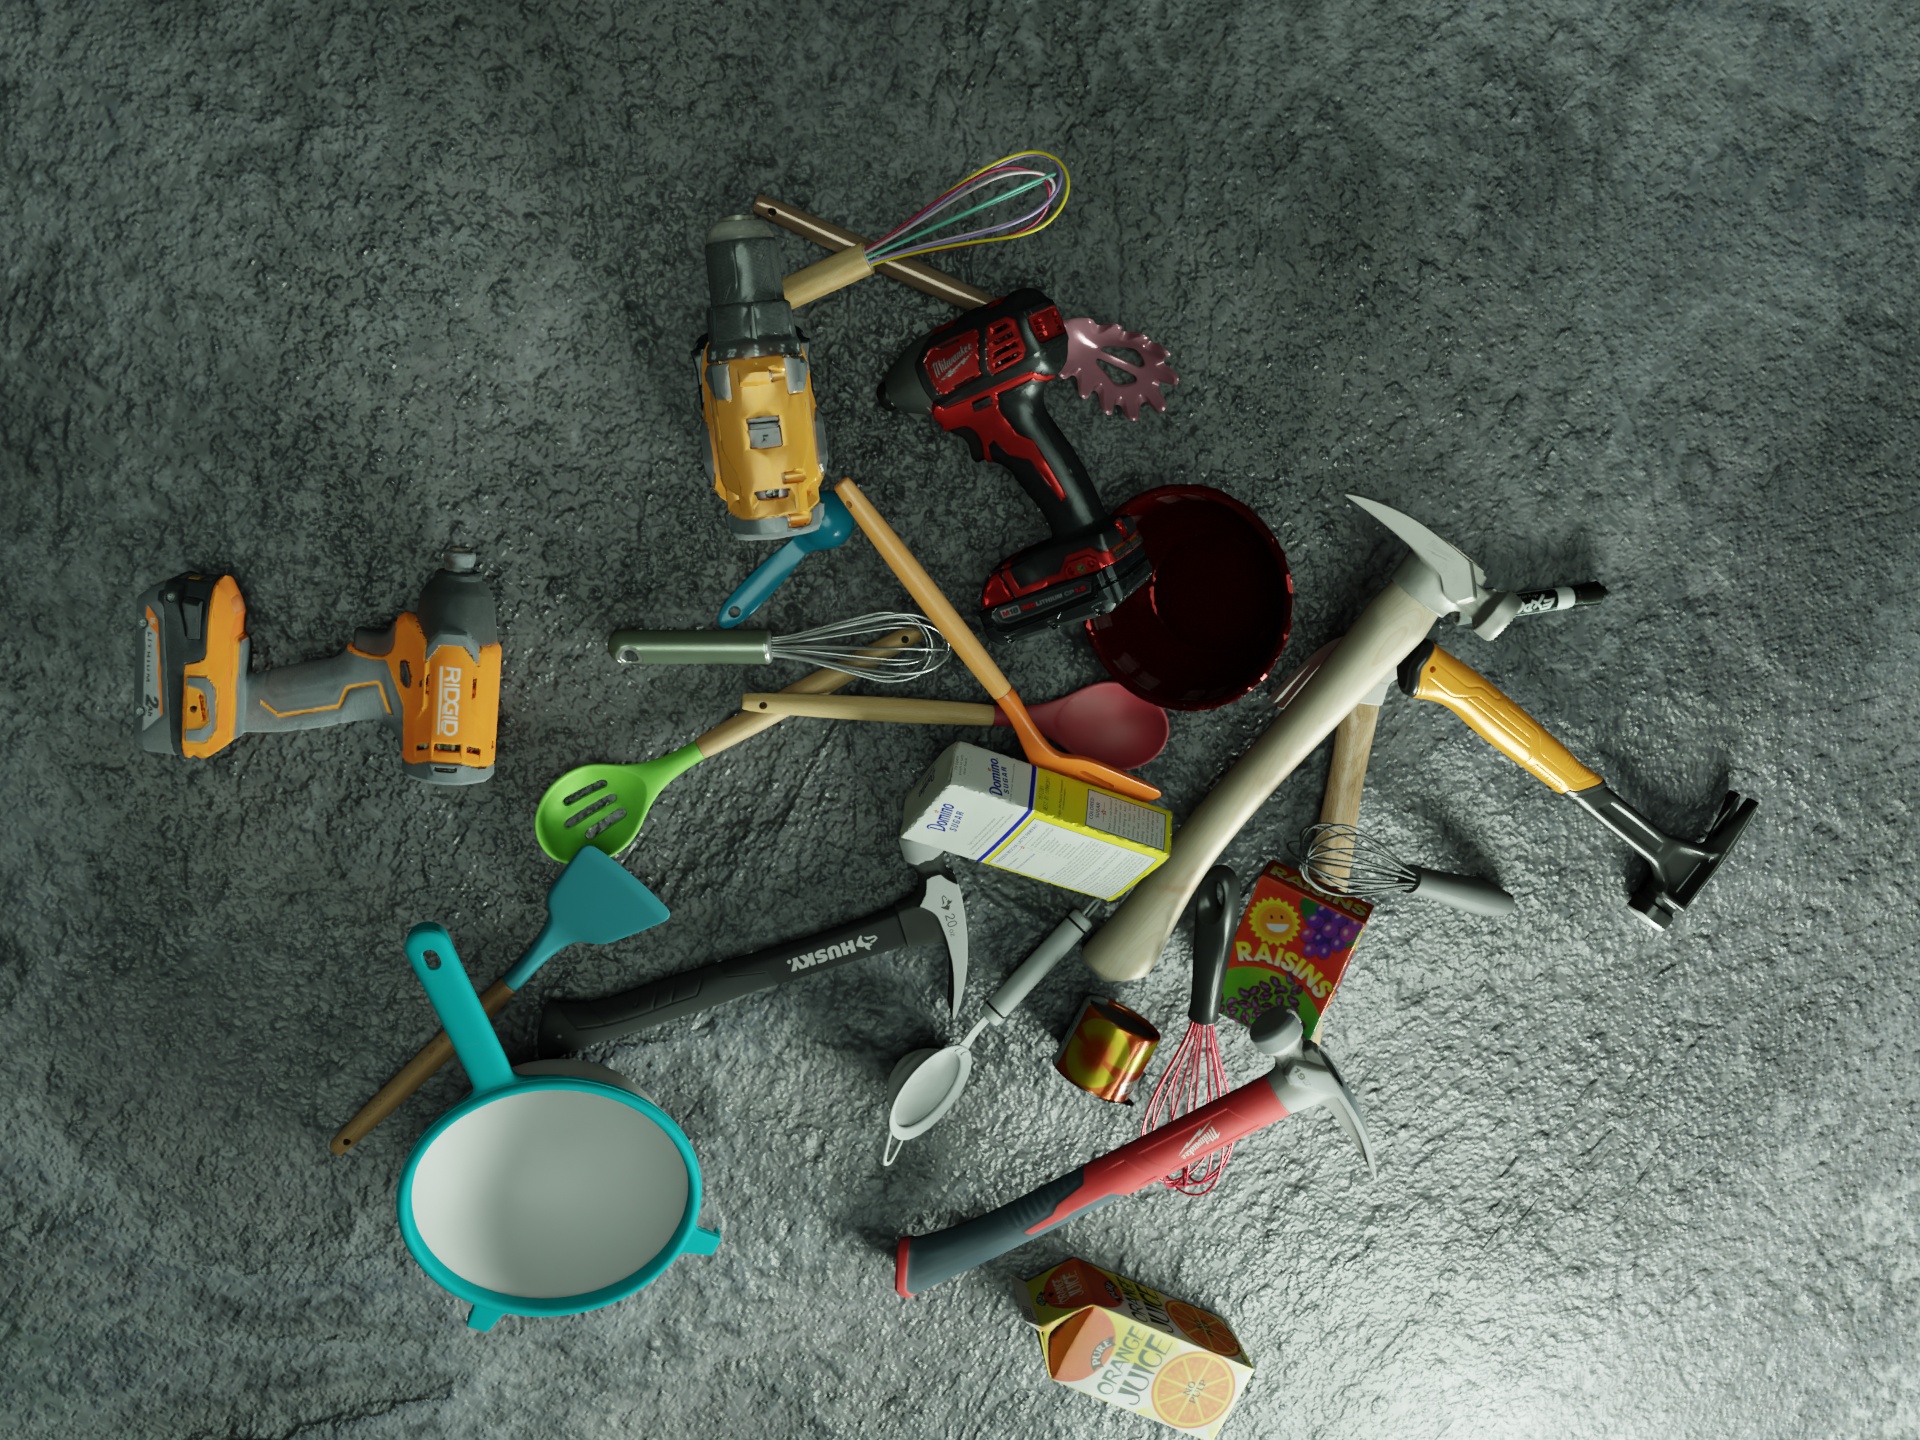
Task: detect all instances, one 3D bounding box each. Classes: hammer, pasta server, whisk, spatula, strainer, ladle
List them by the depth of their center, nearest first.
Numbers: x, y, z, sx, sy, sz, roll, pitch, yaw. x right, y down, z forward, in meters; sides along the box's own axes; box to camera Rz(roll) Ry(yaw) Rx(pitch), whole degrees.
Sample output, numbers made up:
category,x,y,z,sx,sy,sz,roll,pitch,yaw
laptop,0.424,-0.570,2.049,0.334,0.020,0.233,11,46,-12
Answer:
category,x,y,z,sx,sy,sz,roll,pitch,yaw
whisk,-0.041,-0.316,1.065,0.245,0.051,0.047,-20,117,15
pasta server,0.004,-0.293,1.106,0.316,0.040,0.060,22,113,-10
spatula,0.019,-0.043,1.109,0.322,0.081,0.041,52,48,-18
whisk,-0.128,-0.053,1.130,0.246,0.059,0.057,0,139,1
strainer,-0.314,0.269,1.139,0.211,0.095,0.340,-18,115,-3
ladle,-0.002,-0.004,1.162,0.315,0.031,0.069,4,105,-12
spatula,-0.351,0.214,1.166,0.317,0.044,0.082,-44,110,4
hammer,0.217,0.027,1.170,0.146,0.038,0.410,39,106,6
hammer,-0.155,0.194,1.192,0.335,0.035,0.146,-17,103,-3
hammer,0.119,0.359,1.206,0.386,0.038,0.143,-31,102,17
whisk,0.181,0.240,1.206,0.073,0.073,0.295,0,114,-7
whisk,0.340,0.120,1.208,0.238,0.055,0.055,16,100,-31
hammer,0.465,0.032,1.218,0.336,0.034,0.127,33,97,-20
strainer,0.018,0.229,1.219,0.258,0.050,0.086,-46,147,-3
hammer,0.286,0.096,1.230,0.130,0.031,0.331,6,101,-9

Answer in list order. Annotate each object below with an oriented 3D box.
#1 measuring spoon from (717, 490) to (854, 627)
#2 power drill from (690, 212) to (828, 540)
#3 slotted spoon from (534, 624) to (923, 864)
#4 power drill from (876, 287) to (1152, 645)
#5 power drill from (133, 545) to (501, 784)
category,x,y,z,sx,sy,sz,roll,pitch,yaw
measuring spoon,-0.126,-0.112,1.135,0.128,0.021,0.042,-45,104,2
power drill,-0.130,-0.216,1.008,0.084,0.226,0.185,-8,103,-6
slotted spoon,-0.165,0.010,1.156,0.314,0.031,0.070,-29,104,-2
power drill,0.034,-0.172,1.100,0.143,0.078,0.219,-16,103,33
power drill,-0.430,-0.046,1.084,0.226,0.084,0.164,5,101,-13
